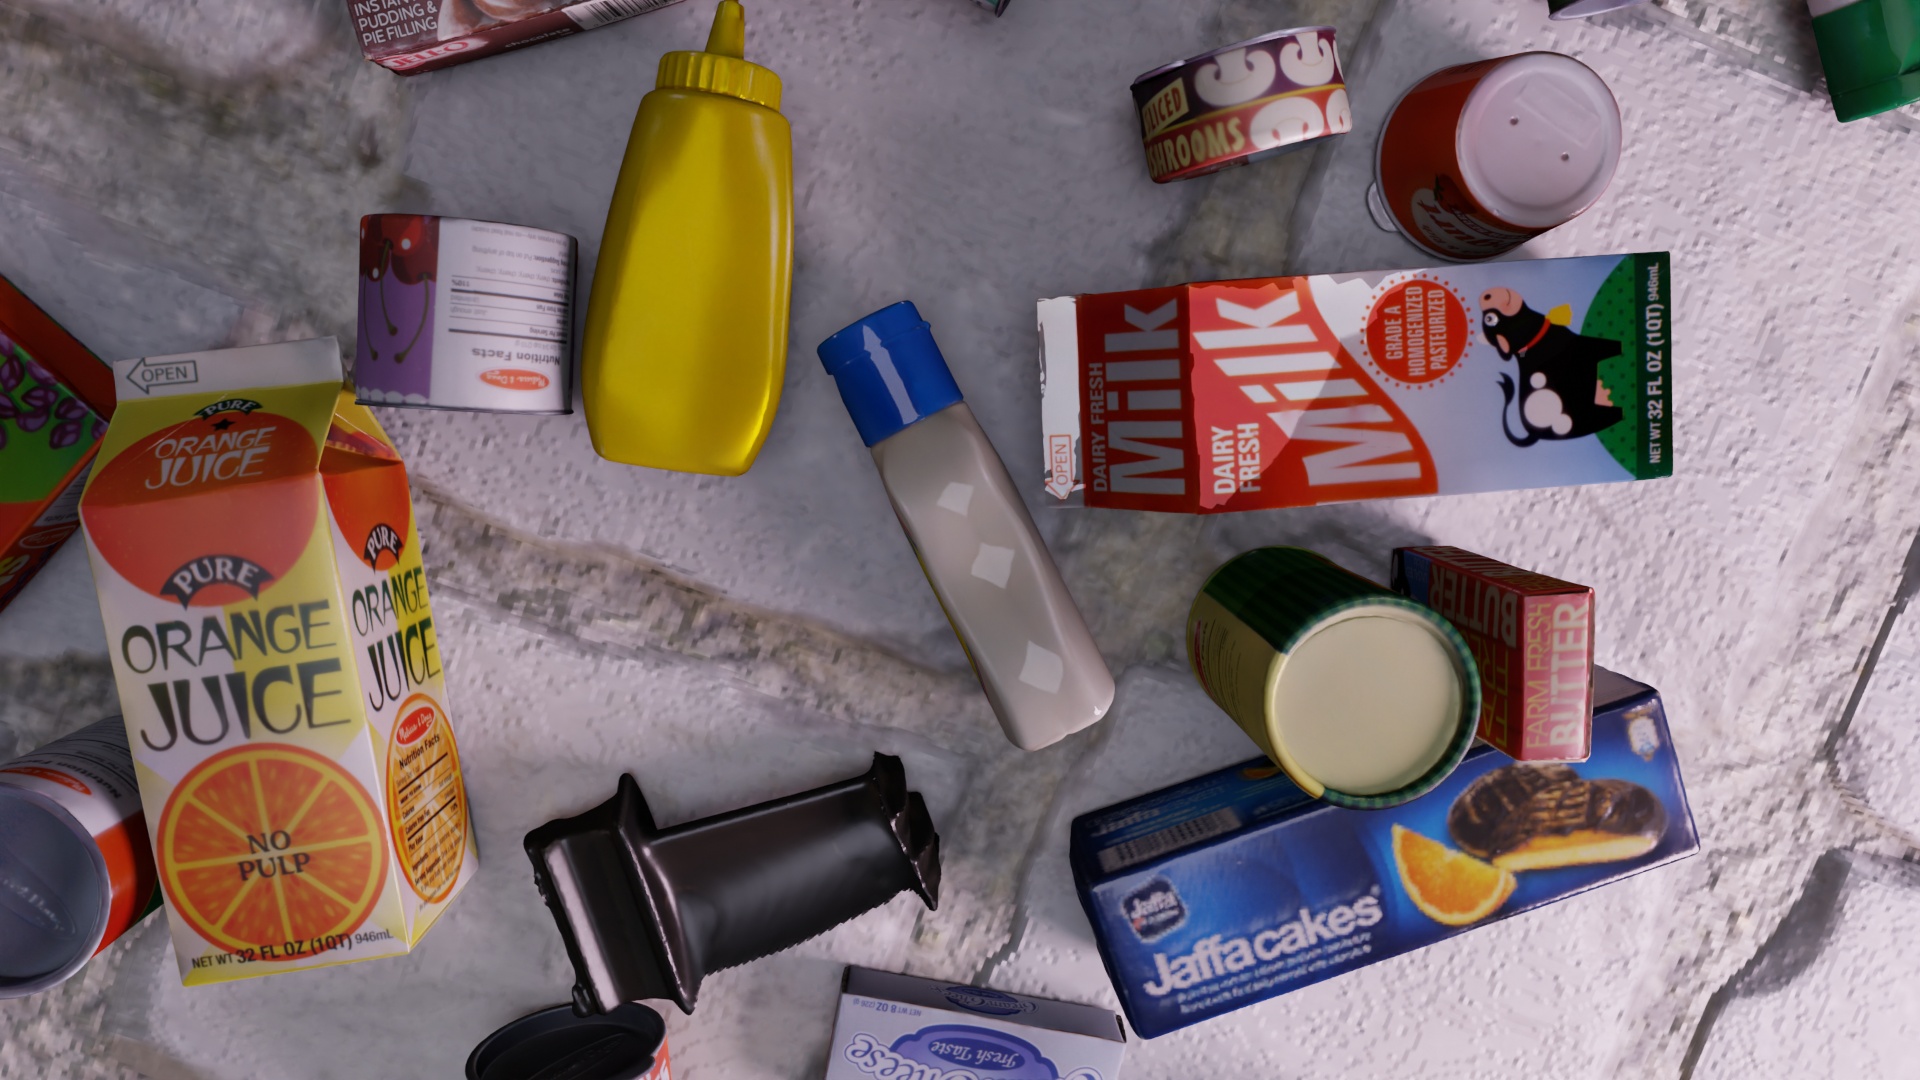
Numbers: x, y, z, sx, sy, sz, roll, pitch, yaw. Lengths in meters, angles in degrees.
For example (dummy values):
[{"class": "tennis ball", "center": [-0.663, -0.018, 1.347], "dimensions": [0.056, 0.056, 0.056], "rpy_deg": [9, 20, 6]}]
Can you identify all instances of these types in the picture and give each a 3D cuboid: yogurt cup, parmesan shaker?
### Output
[{"class": "yogurt cup", "center": [0.178, -0.128, 0.458], "dimensions": [0.072, 0.054, 0.072], "rpy_deg": [0, 97, -4]}, {"class": "parmesan shaker", "center": [0.118, 0.043, 0.450], "dimensions": [0.071, 0.103, 0.071], "rpy_deg": [0, 97, -3]}]

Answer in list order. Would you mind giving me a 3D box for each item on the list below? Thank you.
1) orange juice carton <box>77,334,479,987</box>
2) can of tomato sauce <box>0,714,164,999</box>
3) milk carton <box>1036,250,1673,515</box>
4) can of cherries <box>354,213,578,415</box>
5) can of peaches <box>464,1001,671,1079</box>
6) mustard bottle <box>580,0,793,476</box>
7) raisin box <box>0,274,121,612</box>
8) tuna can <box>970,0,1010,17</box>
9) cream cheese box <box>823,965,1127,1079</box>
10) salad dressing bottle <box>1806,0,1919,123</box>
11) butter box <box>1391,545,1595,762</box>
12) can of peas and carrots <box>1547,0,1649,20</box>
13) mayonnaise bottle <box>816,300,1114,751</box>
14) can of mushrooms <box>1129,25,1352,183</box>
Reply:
[{"class": "orange juice carton", "center": [-0.217, 0.033, 0.446], "dimensions": [0.072, 0.073, 0.192], "rpy_deg": [-8, 97, -2]}, {"class": "can of tomato sauce", "center": [-0.284, 0.099, 0.445], "dimensions": [0.071, 0.083, 0.071], "rpy_deg": [0, 97, -3]}, {"class": "milk carton", "center": [0.121, -0.051, 0.454], "dimensions": [0.191, 0.073, 0.072], "rpy_deg": [-4, 97, -2]}, {"class": "can of cherries", "center": [-0.158, -0.071, 0.442], "dimensions": [0.071, 0.071, 0.058], "rpy_deg": [3, 97, -3]}, {"class": "can of peaches", "center": [-0.129, 0.199, 0.472], "dimensions": [0.071, 0.071, 0.058], "rpy_deg": [-4, 98, -2]}, {"class": "mustard bottle", "center": [-0.083, -0.103, 0.449], "dimensions": [0.065, 0.049, 0.160], "rpy_deg": [8, 95, -15]}, {"class": "raisin box", "center": [-0.337, -0.021, 0.451], "dimensions": [0.086, 0.040, 0.123], "rpy_deg": [43, 94, -8]}, {"class": "tuna can", "center": [0.014, -0.203, 0.432], "dimensions": [0.033, 0.071, 0.071], "rpy_deg": [27, 95, -5]}, {"class": "cream cheese box", "center": [0.004, 0.191, 0.501], "dimensions": [0.104, 0.024, 0.053], "rpy_deg": [11, 97, -4]}, {"class": "salad dressing bottle", "center": [0.293, -0.215, 0.458], "dimensions": [0.064, 0.044, 0.147], "rpy_deg": [-19, 98, 1]}, {"class": "butter box", "center": [0.169, 0.034, 0.451], "dimensions": [0.024, 0.103, 0.053], "rpy_deg": [-1, 96, -3]}, {"class": "can of peas and carrots", "center": [0.219, -0.206, 0.442], "dimensions": [0.071, 0.071, 0.058], "rpy_deg": [-14, 97, -1]}, {"class": "mayonnaise bottle", "center": [0.002, -0.006, 0.461], "dimensions": [0.041, 0.065, 0.148], "rpy_deg": [-27, 93, 5]}, {"class": "can of mushrooms", "center": [0.088, -0.138, 0.444], "dimensions": [0.071, 0.071, 0.033], "rpy_deg": [-14, 99, -1]}]
